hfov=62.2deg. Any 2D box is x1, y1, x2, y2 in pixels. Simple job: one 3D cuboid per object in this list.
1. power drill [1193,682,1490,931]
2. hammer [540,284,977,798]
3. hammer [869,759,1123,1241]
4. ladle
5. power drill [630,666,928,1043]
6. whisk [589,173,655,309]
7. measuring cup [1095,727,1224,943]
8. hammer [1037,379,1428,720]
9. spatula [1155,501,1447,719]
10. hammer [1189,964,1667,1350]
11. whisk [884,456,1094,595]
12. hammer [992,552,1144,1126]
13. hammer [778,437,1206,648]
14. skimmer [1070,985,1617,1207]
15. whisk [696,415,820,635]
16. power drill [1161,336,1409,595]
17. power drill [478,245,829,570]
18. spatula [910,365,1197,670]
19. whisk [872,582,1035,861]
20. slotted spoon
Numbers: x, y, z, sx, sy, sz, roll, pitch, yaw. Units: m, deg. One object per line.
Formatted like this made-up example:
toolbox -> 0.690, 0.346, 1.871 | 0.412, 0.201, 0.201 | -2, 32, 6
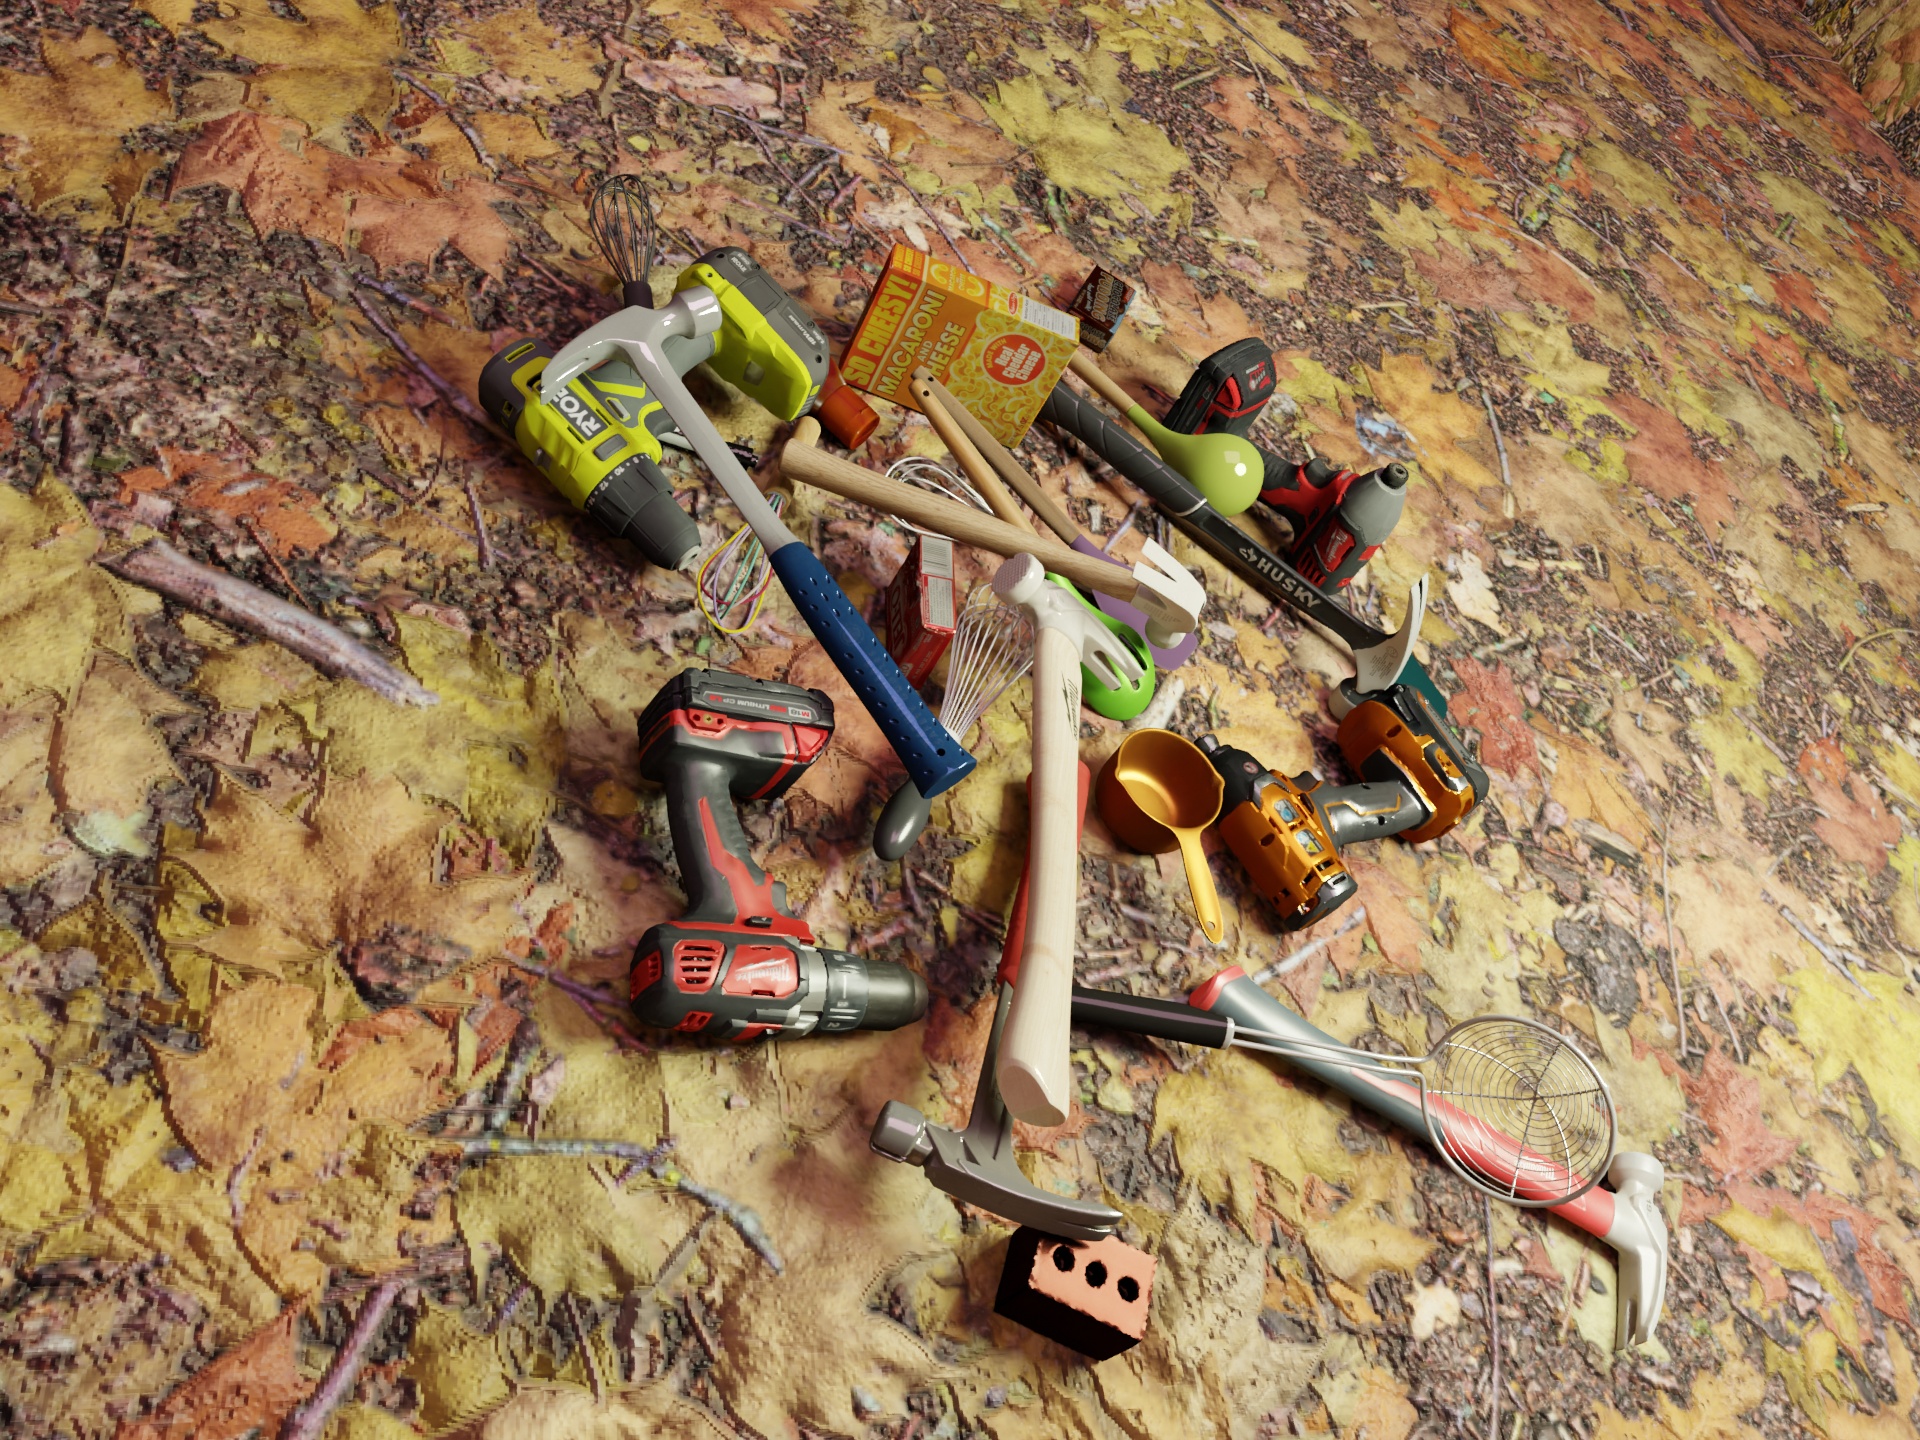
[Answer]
power drill -> 0.290, 0.051, 1.243 | 0.226, 0.084, 0.164 | -23, 69, -34
hammer -> -0.127, -0.118, 1.052 | 0.144, 0.035, 0.406 | -29, 74, -26
hammer -> 0.053, 0.156, 1.029 | 0.149, 0.036, 0.359 | 23, 41, -4
ladle -> 0.143, -0.295, 1.427 | 0.320, 0.078, 0.062 | 46, 37, 21
power drill -> -0.114, 0.091, 0.995 | 0.187, 0.080, 0.227 | 11, 56, -31
whisk -> -0.258, -0.337, 1.254 | 0.055, 0.055, 0.239 | 1, 61, -28
measuring cup -> 0.151, 0.091, 1.156 | 0.095, 0.052, 0.174 | 3, 57, -27
hammer -> 0.212, -0.172, 1.345 | 0.409, 0.149, 0.036 | 40, 47, 13
spatula -> 0.298, -0.095, 1.393 | 0.317, 0.044, 0.082 | 36, 47, 6
hammer -> 0.328, 0.292, 1.114 | 0.386, 0.038, 0.143 | 30, 50, -6
whisk -> 0.048, -0.142, 1.280 | 0.246, 0.058, 0.059 | 25, 83, -14
hammer -> 0.067, 0.075, 1.044 | 0.146, 0.038, 0.411 | 40, 39, -34
hammer -> 0.023, -0.137, 1.170 | 0.331, 0.130, 0.031 | 21, 77, 1
skimmer -> 0.237, 0.229, 1.038 | 0.363, 0.127, 0.090 | 12, 17, -3
whisk -> -0.145, -0.154, 1.181 | 0.047, 0.051, 0.245 | 21, 46, -6
power drill -> 0.292, -0.228, 1.407 | 0.078, 0.143, 0.220 | -32, 73, -38
power drill -> -0.205, -0.228, 1.156 | 0.190, 0.080, 0.228 | 46, 59, 1
spatula -> 0.072, -0.161, 1.265 | 0.316, 0.018, 0.060 | 47, 59, -4
whisk -> -0.001, -0.003, 1.125 | 0.070, 0.070, 0.285 | 31, 47, -5
slotted spoon -> 0.054, -0.136, 1.237 | 0.070, 0.031, 0.314 | -35, 89, -22
